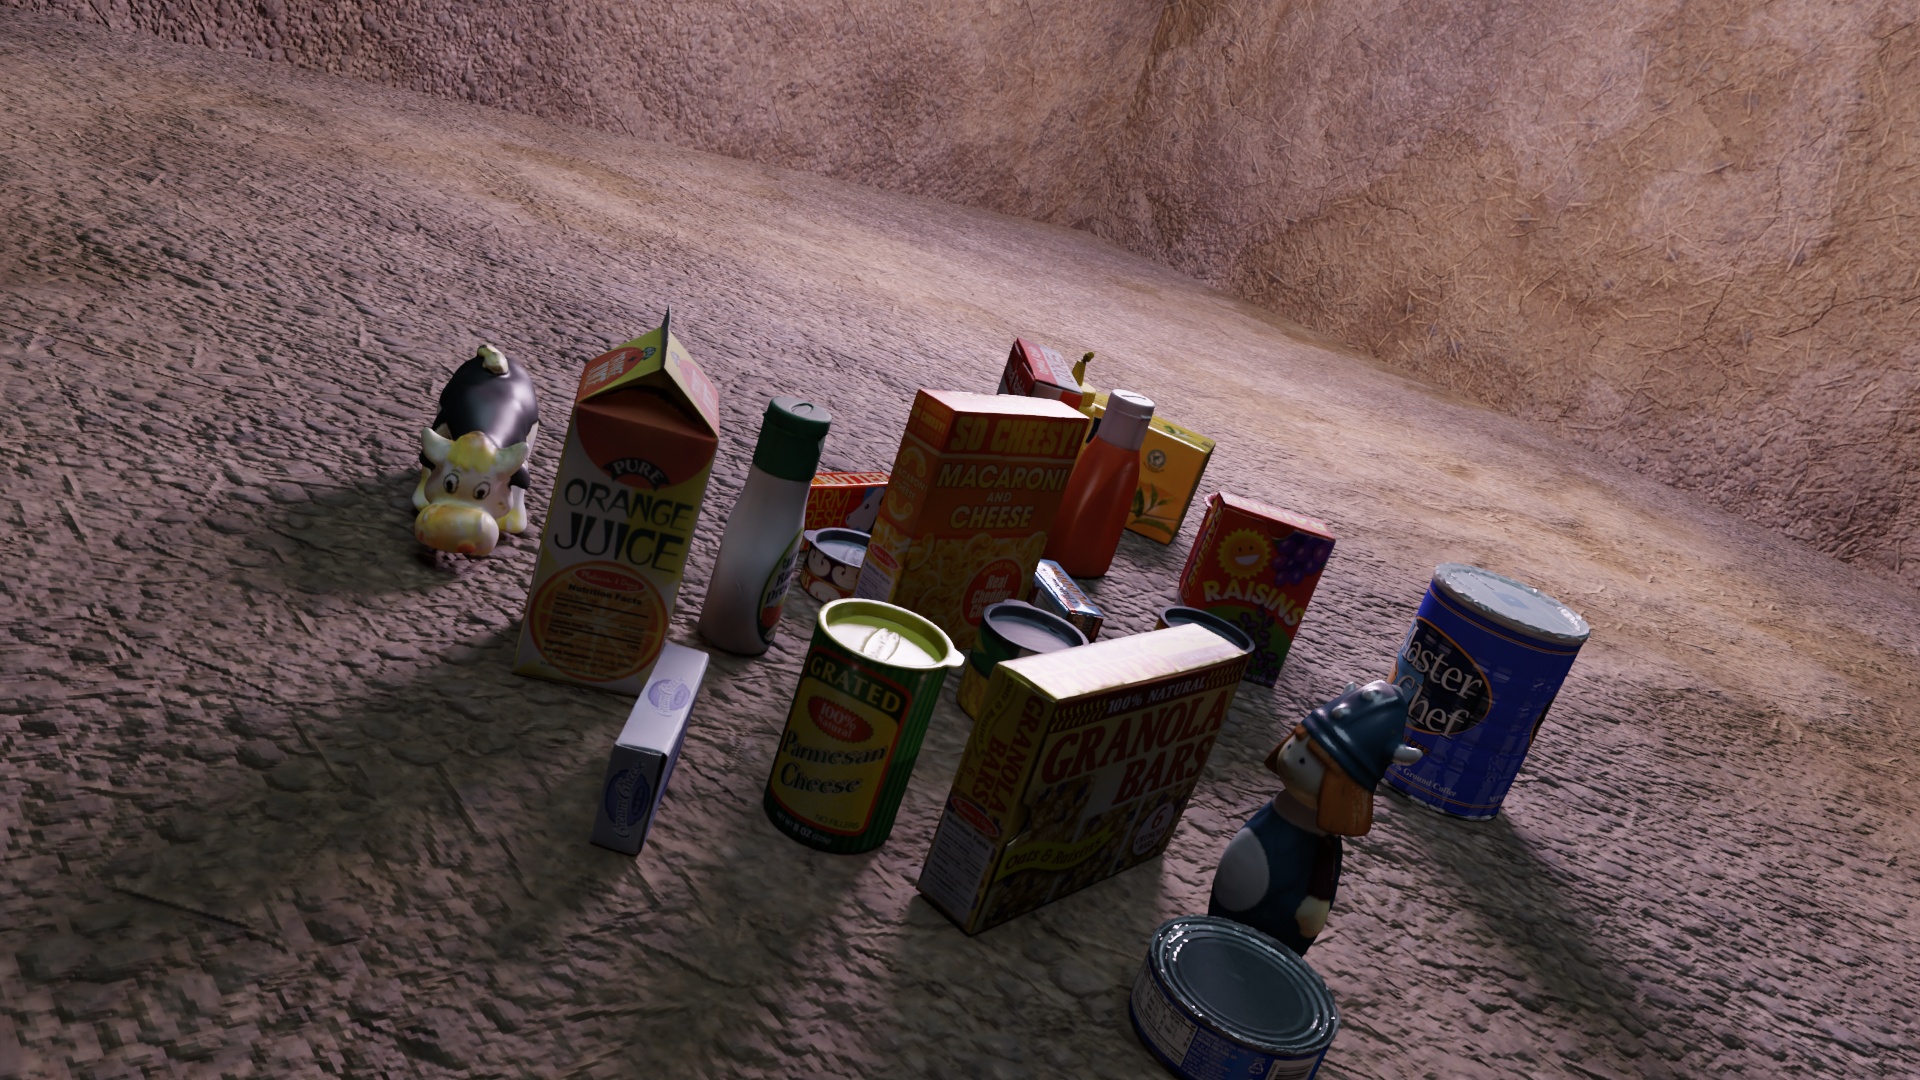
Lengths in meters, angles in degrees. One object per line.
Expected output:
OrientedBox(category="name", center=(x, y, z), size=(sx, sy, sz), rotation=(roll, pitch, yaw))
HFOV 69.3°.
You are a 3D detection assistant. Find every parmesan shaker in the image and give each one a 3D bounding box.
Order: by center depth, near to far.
OrientedBox(category="parmesan shaker", center=(-0.047, 0.089, 0.659), size=(0.071, 0.102, 0.071), rotation=(17, 19, -6))

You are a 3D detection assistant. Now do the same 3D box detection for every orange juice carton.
OrientedBox(category="orange juice carton", center=(-0.172, -0.023, 0.716), size=(0.073, 0.192, 0.072), rotation=(13, 19, -15))

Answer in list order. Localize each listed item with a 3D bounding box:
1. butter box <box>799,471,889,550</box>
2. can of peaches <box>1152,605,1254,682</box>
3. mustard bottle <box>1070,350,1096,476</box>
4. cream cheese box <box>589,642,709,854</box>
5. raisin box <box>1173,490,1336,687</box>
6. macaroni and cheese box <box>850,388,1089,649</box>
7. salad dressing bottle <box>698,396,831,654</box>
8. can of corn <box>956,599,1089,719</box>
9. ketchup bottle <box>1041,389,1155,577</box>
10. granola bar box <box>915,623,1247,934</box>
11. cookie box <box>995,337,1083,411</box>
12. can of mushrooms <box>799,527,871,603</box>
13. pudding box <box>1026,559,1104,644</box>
OrientedBox(category="butter box", center=(-0.093, -0.021, 0.993), size=(0.104, 0.053, 0.024), rotation=(-4, 29, -47))
OrientedBox(category="can of peaches", center=(0.154, 0.084, 0.922), size=(0.071, 0.058, 0.071), rotation=(16, 19, -6))
OrientedBox(category="mustard bottle", center=(0.079, -0.086, 1.164), size=(0.049, 0.159, 0.065), rotation=(16, 19, -7))
OrientedBox(category="cream cheese box", center=(-0.141, 0.093, 0.638), size=(0.024, 0.053, 0.104), rotation=(17, 19, -6))
OrientedBox(category="raisin box", center=(0.206, 0.035, 1.005), size=(0.086, 0.123, 0.040), rotation=(17, 19, -4))
OrientedBox(category="macaroni and cheese box", center=(0.003, -0.011, 0.882), size=(0.124, 0.165, 0.040), rotation=(-1, 27, -44))
OrientedBox(category="salad dressing bottle", center=(-0.111, -0.008, 0.799), size=(0.044, 0.147, 0.064), rotation=(21, 19, 7))
OrientedBox(category="can of corn", center=(0.036, 0.077, 0.836), size=(0.071, 0.058, 0.071), rotation=(16, 19, -6))
OrientedBox(category="ketchup bottle", center=(0.113, -0.044, 1.098), size=(0.065, 0.148, 0.043), rotation=(0, 26, -43))
OrientedBox(category="granola bar box", center=(0.063, 0.110, 0.671), size=(0.039, 0.123, 0.166), rotation=(32, 23, 34))
OrientedBox(category="cookie box", center=(0.038, -0.054, 1.029), size=(0.040, 0.166, 0.123), rotation=(15, 19, -10))
OrientedBox(category="can of mushrooms", center=(-0.075, 0.019, 0.930), size=(0.071, 0.033, 0.071), rotation=(16, 19, -6))
OrientedBox(category="pudding box", center=(0.061, 0.051, 0.942), size=(0.030, 0.049, 0.084), rotation=(9, 21, -26))
